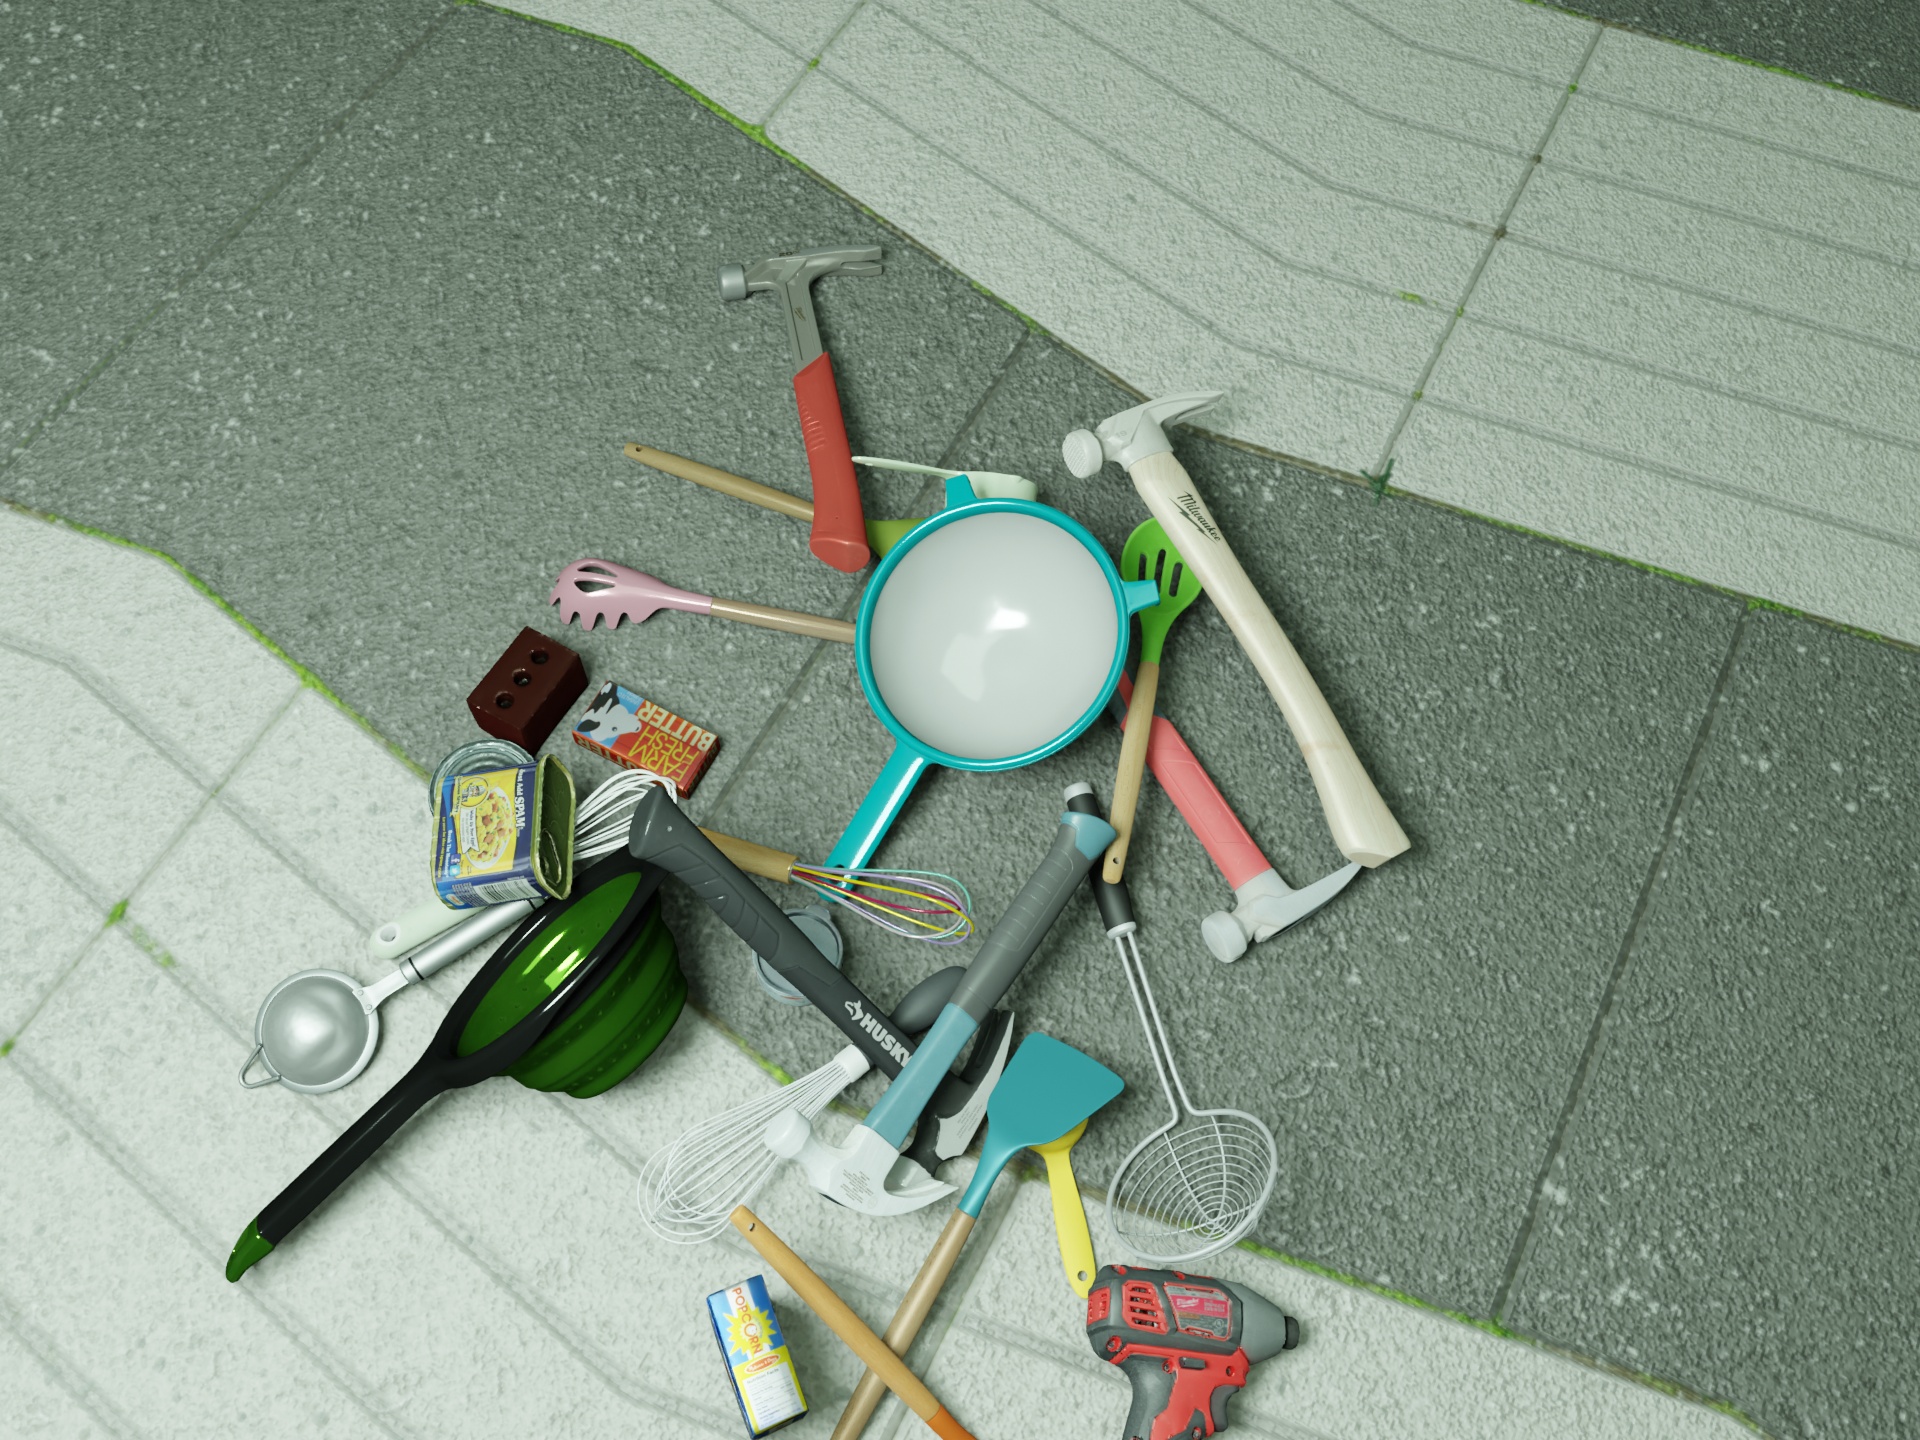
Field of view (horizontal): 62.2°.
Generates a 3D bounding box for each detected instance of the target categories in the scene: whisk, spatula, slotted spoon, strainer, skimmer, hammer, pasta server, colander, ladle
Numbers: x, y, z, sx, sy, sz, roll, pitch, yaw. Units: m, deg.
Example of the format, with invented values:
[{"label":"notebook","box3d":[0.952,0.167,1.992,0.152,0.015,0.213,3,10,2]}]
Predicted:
[{"label":"whisk","box3d":[-0.319,0.107,1.171,0.246,0.059,0.058,-29,64,-11]},{"label":"spatula","box3d":[-0.003,0.357,1.069,0.082,0.044,0.317,24,76,32]},{"label":"slotted spoon","box3d":[0.140,-0.020,1.233,0.070,0.031,0.314,14,64,-3]},{"label":"strainer","box3d":[-0.002,-0.004,1.226,0.211,0.095,0.340,32,89,18]},{"label":"strainer","box3d":[-0.395,0.180,1.119,0.258,0.050,0.087,-33,82,-14]},{"label":"skimmer","box3d":[0.124,0.201,1.135,0.127,0.090,0.364,-25,63,18]},{"label":"hammer","box3d":[-0.096,0.166,1.069,0.334,0.035,0.146,48,63,-20]},{"label":"hammer","box3d":[0.008,0.191,1.093,0.128,0.033,0.331,46,64,-19]},{"label":"spatula","box3d":[-0.031,0.426,1.015,0.322,0.041,0.081,47,68,-6]},{"label":"whisk","box3d":[-0.102,0.113,1.163,0.245,0.047,0.051,15,90,17]},{"label":"hammer","box3d":[0.159,-0.004,1.263,0.143,0.038,0.387,-27,70,-17]},{"label":"pasta server","box3d":[-0.174,-0.084,1.283,0.316,0.040,0.060,11,65,-4]},{"label":"colander","box3d":[-0.312,0.245,1.073,0.397,0.205,0.094,-44,109,-9]},{"label":"hammer","box3d":[-0.111,-0.271,1.336,0.149,0.036,0.359,-9,55,-8]},{"label":"whisk","box3d":[-0.101,0.261,1.113,0.284,0.070,0.070,-35,72,-23]},{"label":"hammer","box3d":[0.238,-0.076,1.245,0.146,0.038,0.411,-23,75,-22]},{"label":"ladle","box3d":[-0.136,-0.171,1.323,0.320,0.062,0.078,20,68,13]}]

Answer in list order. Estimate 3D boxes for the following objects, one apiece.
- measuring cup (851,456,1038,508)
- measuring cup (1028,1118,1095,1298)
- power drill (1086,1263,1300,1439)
[{"label":"measuring cup","box3d":[-0.014,-0.183,1.291,0.167,0.083,0.038,7,87,-30]},{"label":"measuring cup","box3d":[0.073,0.320,1.108,0.062,0.029,0.157,-8,63,-8]},{"label":"power drill","box3d":[0.151,0.469,1.018,0.143,0.078,0.220,11,60,-11]}]
